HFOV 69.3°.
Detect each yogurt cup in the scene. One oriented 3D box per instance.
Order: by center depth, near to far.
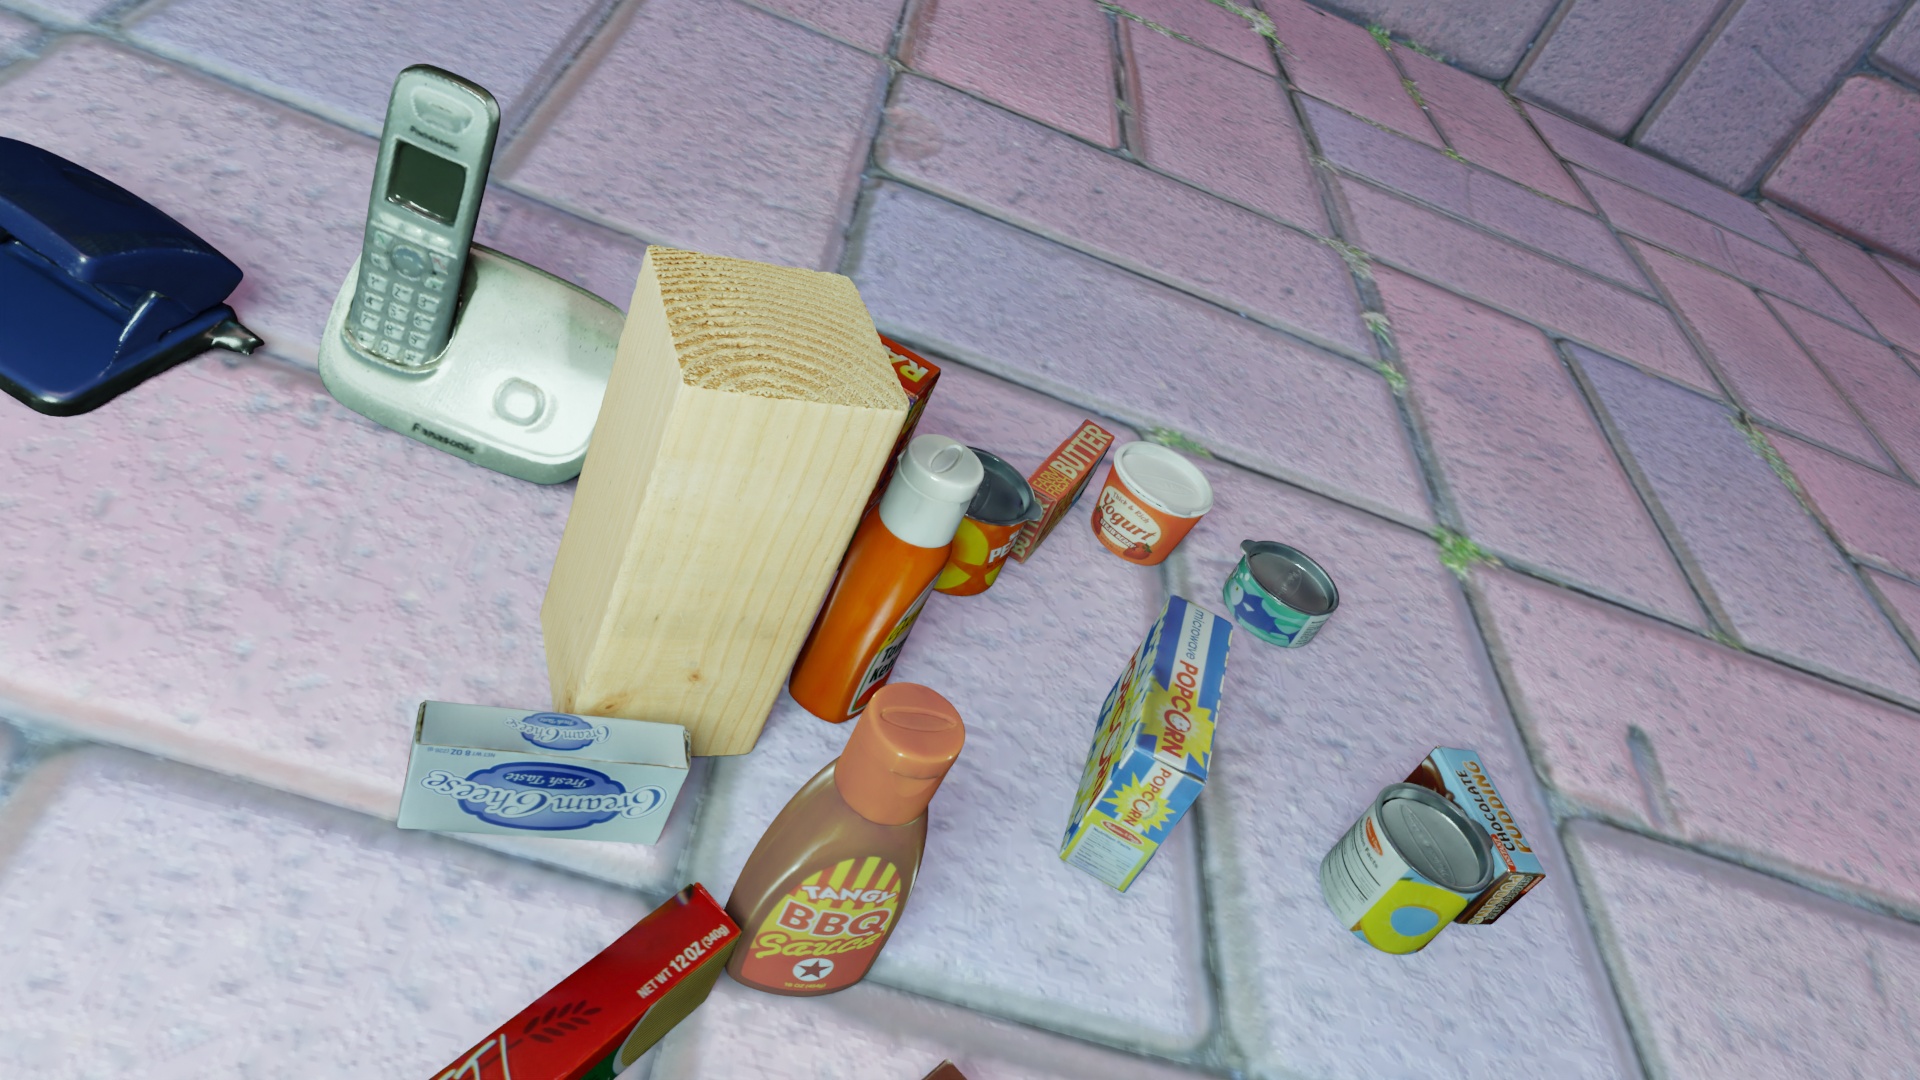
[{"bbox_3d":[0.117,-0.021,0.872,0.072,0.053,0.073,17,37,-13],"label":"yogurt cup"}]

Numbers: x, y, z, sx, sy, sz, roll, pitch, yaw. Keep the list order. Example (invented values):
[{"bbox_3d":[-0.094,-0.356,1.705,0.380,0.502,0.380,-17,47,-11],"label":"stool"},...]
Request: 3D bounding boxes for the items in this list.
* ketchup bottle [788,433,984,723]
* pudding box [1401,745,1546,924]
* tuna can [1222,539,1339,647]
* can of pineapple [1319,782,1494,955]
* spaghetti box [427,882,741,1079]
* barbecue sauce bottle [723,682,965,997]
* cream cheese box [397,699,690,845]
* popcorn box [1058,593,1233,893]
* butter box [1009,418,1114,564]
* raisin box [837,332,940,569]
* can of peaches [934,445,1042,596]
[{"bbox_3d":[-0.034,0.017,0.647,0.043,0.148,0.065,32,36,7],"label":"ketchup bottle"},{"bbox_3d":[0.272,0.158,0.751,0.030,0.049,0.084,9,39,-24],"label":"pudding box"},{"bbox_3d":[0.199,0.032,0.875,0.071,0.032,0.071,17,37,-13],"label":"tuna can"},{"bbox_3d":[0.227,0.167,0.704,0.071,0.057,0.071,17,37,-13],"label":"can of pineapple"},{"bbox_3d":[-0.166,0.193,0.430,0.029,0.050,0.251,39,37,16],"label":"spaghetti box"},{"bbox_3d":[-0.042,0.114,0.522,0.065,0.147,0.044,10,39,-22],"label":"barbecue sauce bottle"},{"bbox_3d":[-0.165,0.093,0.551,0.104,0.053,0.024,9,39,-23],"label":"cream cheese box"},{"bbox_3d":[0.093,0.096,0.684,0.038,0.084,0.127,27,36,0],"label":"popcorn box"},{"bbox_3d":[0.058,-0.031,0.847,0.024,0.052,0.104,33,36,8],"label":"butter box"},{"bbox_3d":[-0.074,-0.057,0.735,0.086,0.122,0.040,31,36,5],"label":"raisin box"},{"bbox_3d":[0.003,-0.010,0.781,0.071,0.057,0.071,17,37,-13],"label":"can of peaches"}]
